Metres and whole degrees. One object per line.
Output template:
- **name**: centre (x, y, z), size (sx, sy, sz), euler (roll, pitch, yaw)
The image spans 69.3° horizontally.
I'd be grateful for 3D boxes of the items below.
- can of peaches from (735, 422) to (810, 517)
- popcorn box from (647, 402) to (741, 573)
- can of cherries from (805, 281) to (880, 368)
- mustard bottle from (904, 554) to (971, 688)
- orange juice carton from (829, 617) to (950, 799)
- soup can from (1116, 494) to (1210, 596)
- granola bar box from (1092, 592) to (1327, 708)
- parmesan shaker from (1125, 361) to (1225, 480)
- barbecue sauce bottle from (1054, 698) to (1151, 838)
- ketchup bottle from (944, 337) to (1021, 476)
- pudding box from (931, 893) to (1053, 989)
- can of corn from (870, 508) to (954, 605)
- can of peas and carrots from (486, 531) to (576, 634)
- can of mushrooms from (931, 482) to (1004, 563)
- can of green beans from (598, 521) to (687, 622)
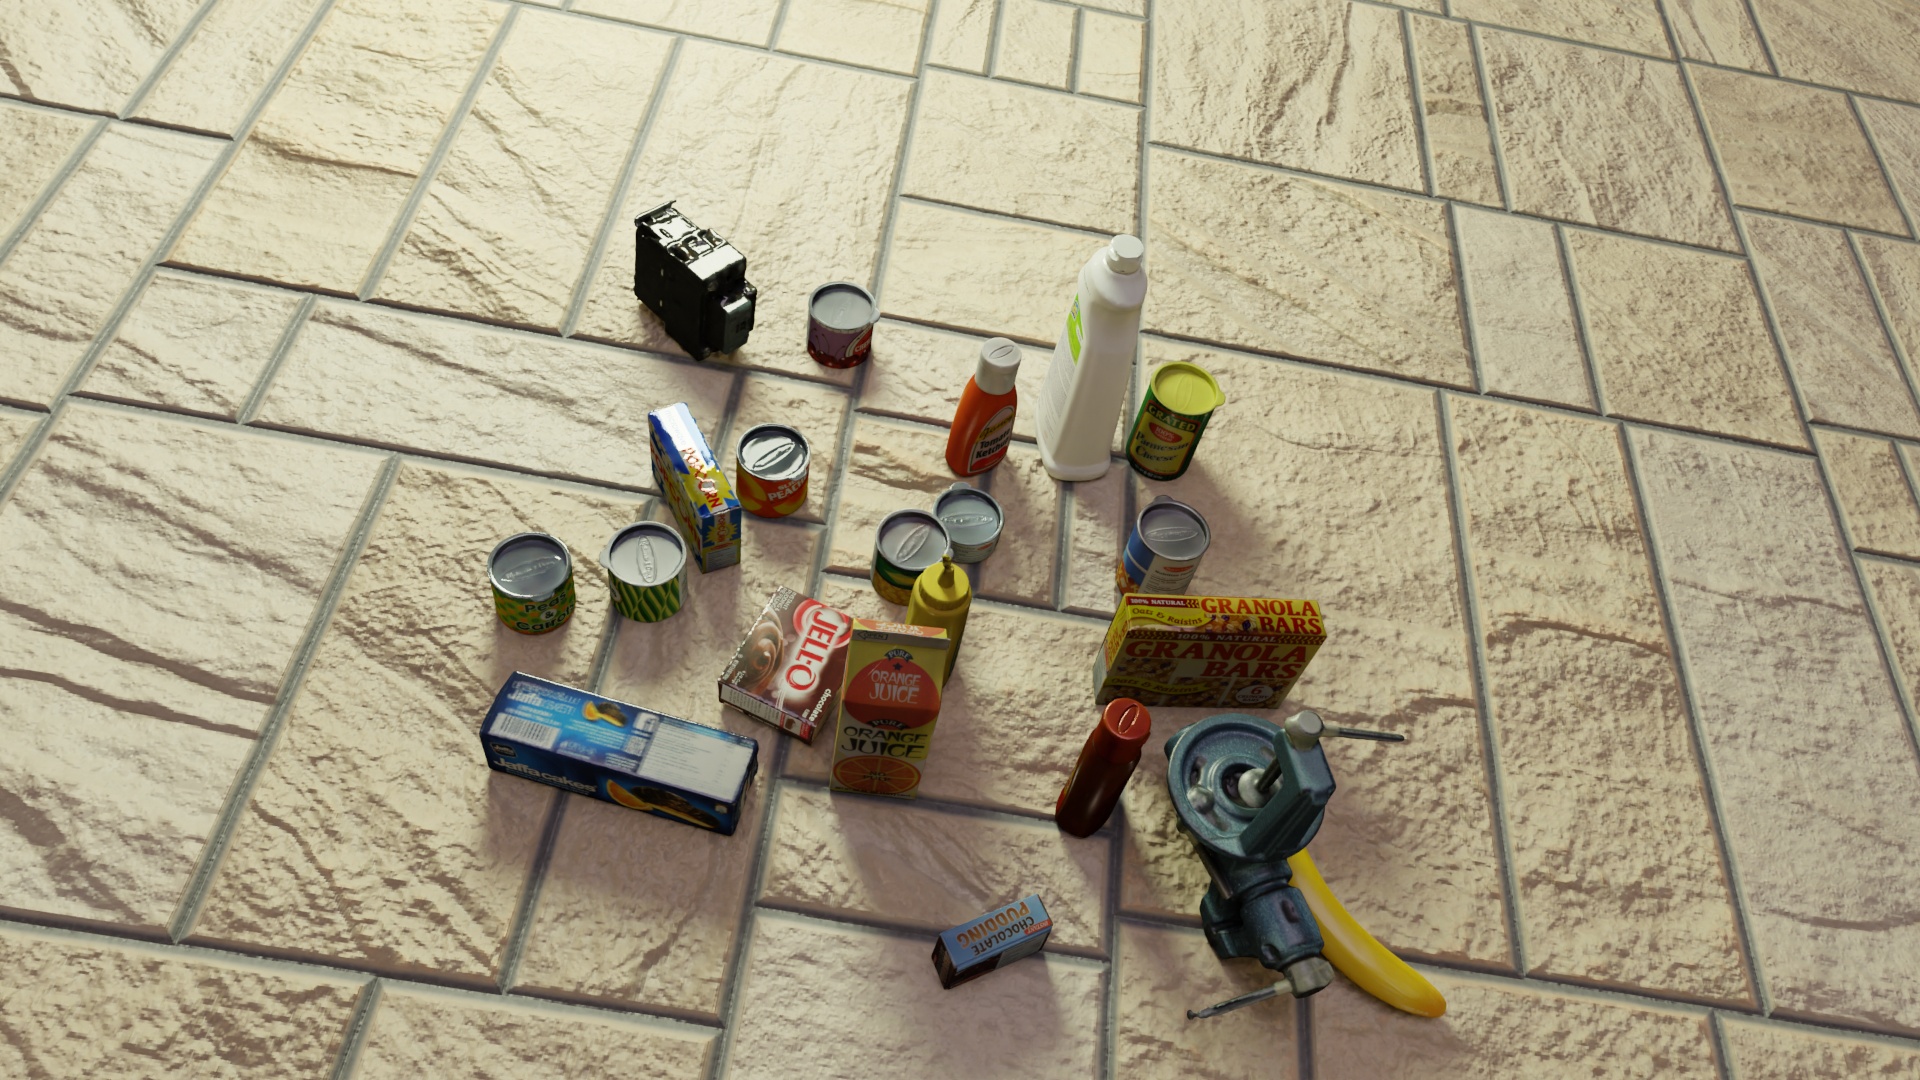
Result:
- **can of peaches**: centre (-0.168, -0.061, 1.249), size (0.071, 0.057, 0.071), euler (5, 54, -7)
- **popcorn box**: centre (-0.232, -0.046, 1.210), size (0.038, 0.084, 0.127), euler (-19, 60, -22)
- **can of cherries**: centre (-0.116, -0.210, 1.367), size (0.071, 0.058, 0.072), euler (5, 54, -7)
- **mustard bottle**: centre (-0.019, 0.062, 1.123), size (0.049, 0.159, 0.065), euler (13, 53, -1)
- **orange juice carton**: centre (-0.055, 0.120, 1.054), size (0.072, 0.191, 0.073), euler (7, 54, -5)
- **soup can**: centre (0.180, 0.012, 1.243), size (0.071, 0.083, 0.072), euler (5, 54, -7)
- **granola bar box**: centre (0.204, 0.094, 1.163), size (0.166, 0.123, 0.039), euler (2, 54, -9)
- **parmesan shaker**: centre (0.204, -0.111, 1.325), size (0.071, 0.102, 0.071), euler (5, 54, -7)
- **barbecue sauce bottle**: centre (0.112, 0.173, 1.073), size (0.044, 0.147, 0.065), euler (31, 55, 12)
- **ketchup bottle**: centre (0.025, -0.123, 1.273), size (0.065, 0.148, 0.043), euler (-29, 64, -27)
- **pudding box**: centre (0.023, 0.297, 1.028), size (0.084, 0.049, 0.030), euler (-17, 59, -21)
- **can of corn**: centre (-0.042, 0.016, 1.215), size (0.071, 0.058, 0.071), euler (5, 54, -7)
- **can of peas and carrots**: centre (-0.351, 0.037, 1.143), size (0.071, 0.058, 0.071), euler (5, 54, -7)
- **can of mushrooms**: centre (0.005, -0.016, 1.263), size (0.071, 0.033, 0.071), euler (5, 54, -7)
- **can of green beans**: centre (-0.263, 0.027, 1.168), size (0.071, 0.057, 0.071), euler (5, 54, -7)
